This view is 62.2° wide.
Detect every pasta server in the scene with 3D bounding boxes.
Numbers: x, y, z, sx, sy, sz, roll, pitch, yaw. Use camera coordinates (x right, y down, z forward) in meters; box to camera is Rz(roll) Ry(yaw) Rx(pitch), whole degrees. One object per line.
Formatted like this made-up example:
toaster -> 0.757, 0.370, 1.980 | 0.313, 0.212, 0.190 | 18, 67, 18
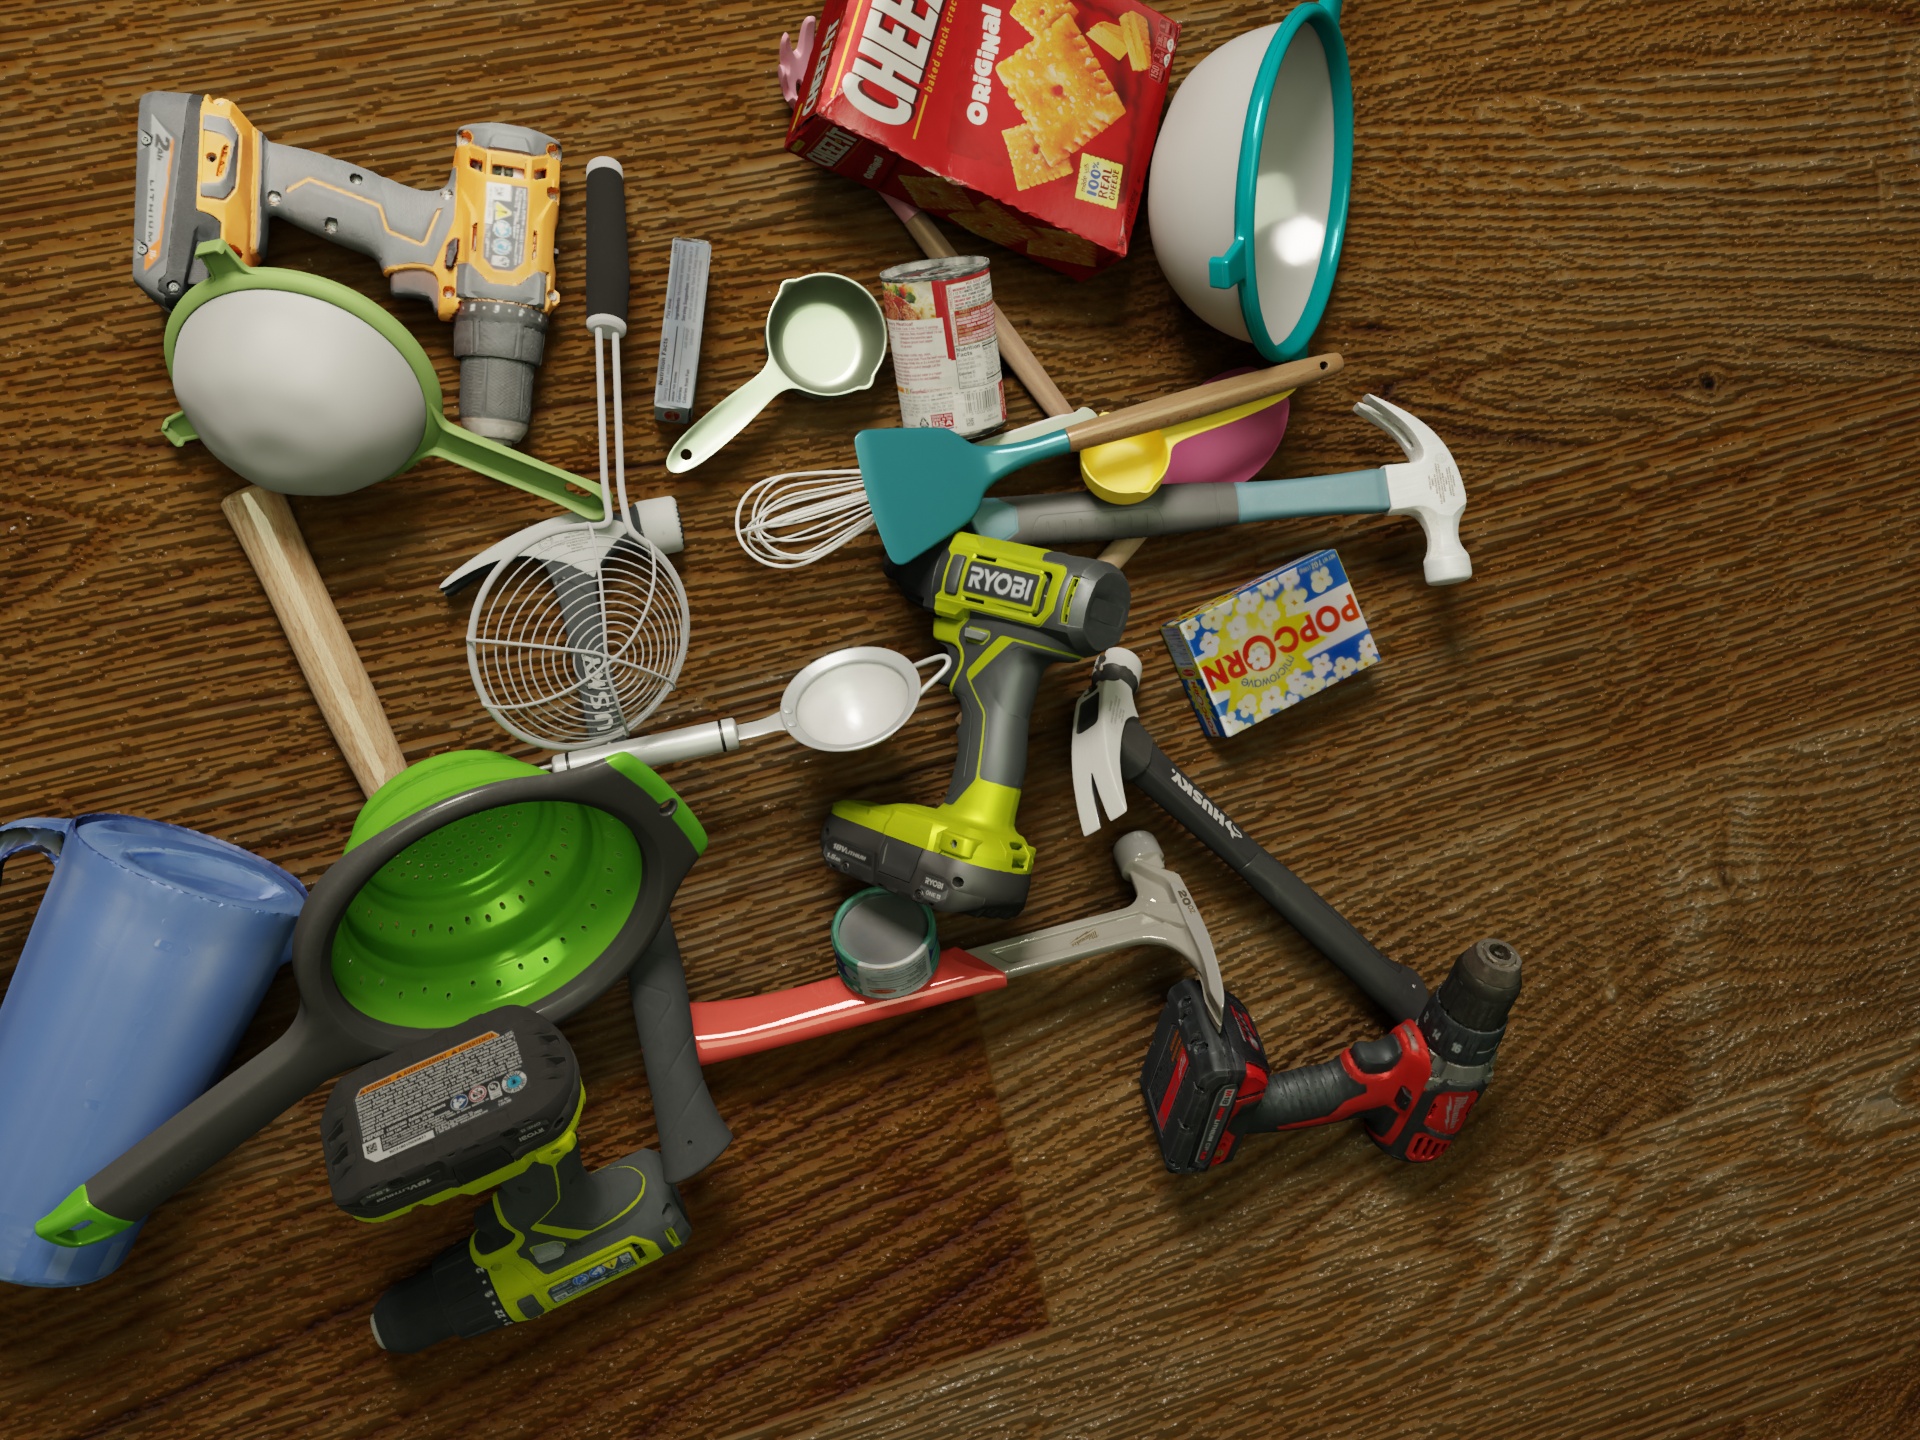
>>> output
pasta server -> -0.011, -0.302, 1.018 | 0.060, 0.040, 0.316 | -43, 102, -19

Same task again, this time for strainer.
strainer -> -0.129, 0.007, 0.943 | 0.258, 0.087, 0.050 | -12, 134, -7
strainer -> -0.324, -0.152, 0.899 | 0.256, 0.151, 0.069 | 21, 46, -20
strainer -> 0.187, -0.400, 1.006 | 0.095, 0.211, 0.340 | 10, 88, 26

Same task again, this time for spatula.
spatula -> 0.093, -0.178, 0.977 | 0.317, 0.044, 0.082 | -18, 97, -7

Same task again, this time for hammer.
hammer -> -0.205, 0.074, 0.960 | 0.149, 0.036, 0.409 | -12, 86, -10
hammer -> 0.167, -0.140, 1.043 | 0.331, 0.033, 0.128 | -5, 84, -5
hammer -> -0.355, 0.016, 0.948 | 0.130, 0.031, 0.331 | -26, 95, -22
hammer -> 0.198, 0.102, 1.054 | 0.334, 0.146, 0.035 | 41, 127, -18
hammer -> -0.020, 0.172, 1.003 | 0.359, 0.149, 0.036 | -14, 137, -7

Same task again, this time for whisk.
whisk -> -0.024, -0.155, 1.009 | 0.246, 0.058, 0.059 | -20, 88, -11

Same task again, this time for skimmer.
skimmer -> -0.219, -0.164, 0.923 | 0.127, 0.090, 0.364 | 14, 59, -38

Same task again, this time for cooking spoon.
cooking spoon -> 0.106, -0.113, 1.061 | 0.069, 0.017, 0.319 | 42, 83, 2

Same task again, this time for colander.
colander -> -0.333, 0.133, 0.867 | 0.397, 0.095, 0.204 | -37, 142, -5

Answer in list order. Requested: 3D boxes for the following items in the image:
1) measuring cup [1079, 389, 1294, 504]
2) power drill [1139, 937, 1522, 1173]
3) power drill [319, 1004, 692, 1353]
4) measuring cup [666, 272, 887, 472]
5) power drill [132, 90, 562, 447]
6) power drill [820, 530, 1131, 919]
measuring cup -> 0.147, -0.185, 1.019 | 0.156, 0.029, 0.062 | -25, 73, -10
power drill -> 0.247, 0.217, 1.040 | 0.226, 0.080, 0.187 | 2, 128, -13
power drill -> -0.272, 0.276, 0.911 | 0.190, 0.080, 0.228 | -23, 139, -11
measuring cup -> -0.120, -0.210, 0.998 | 0.167, 0.038, 0.083 | -42, 100, -6
power drill -> -0.349, -0.260, 0.924 | 0.226, 0.084, 0.185 | 3, 93, -17
power drill -> -0.002, -0.003, 0.983 | 0.080, 0.171, 0.223 | 14, 92, -54
